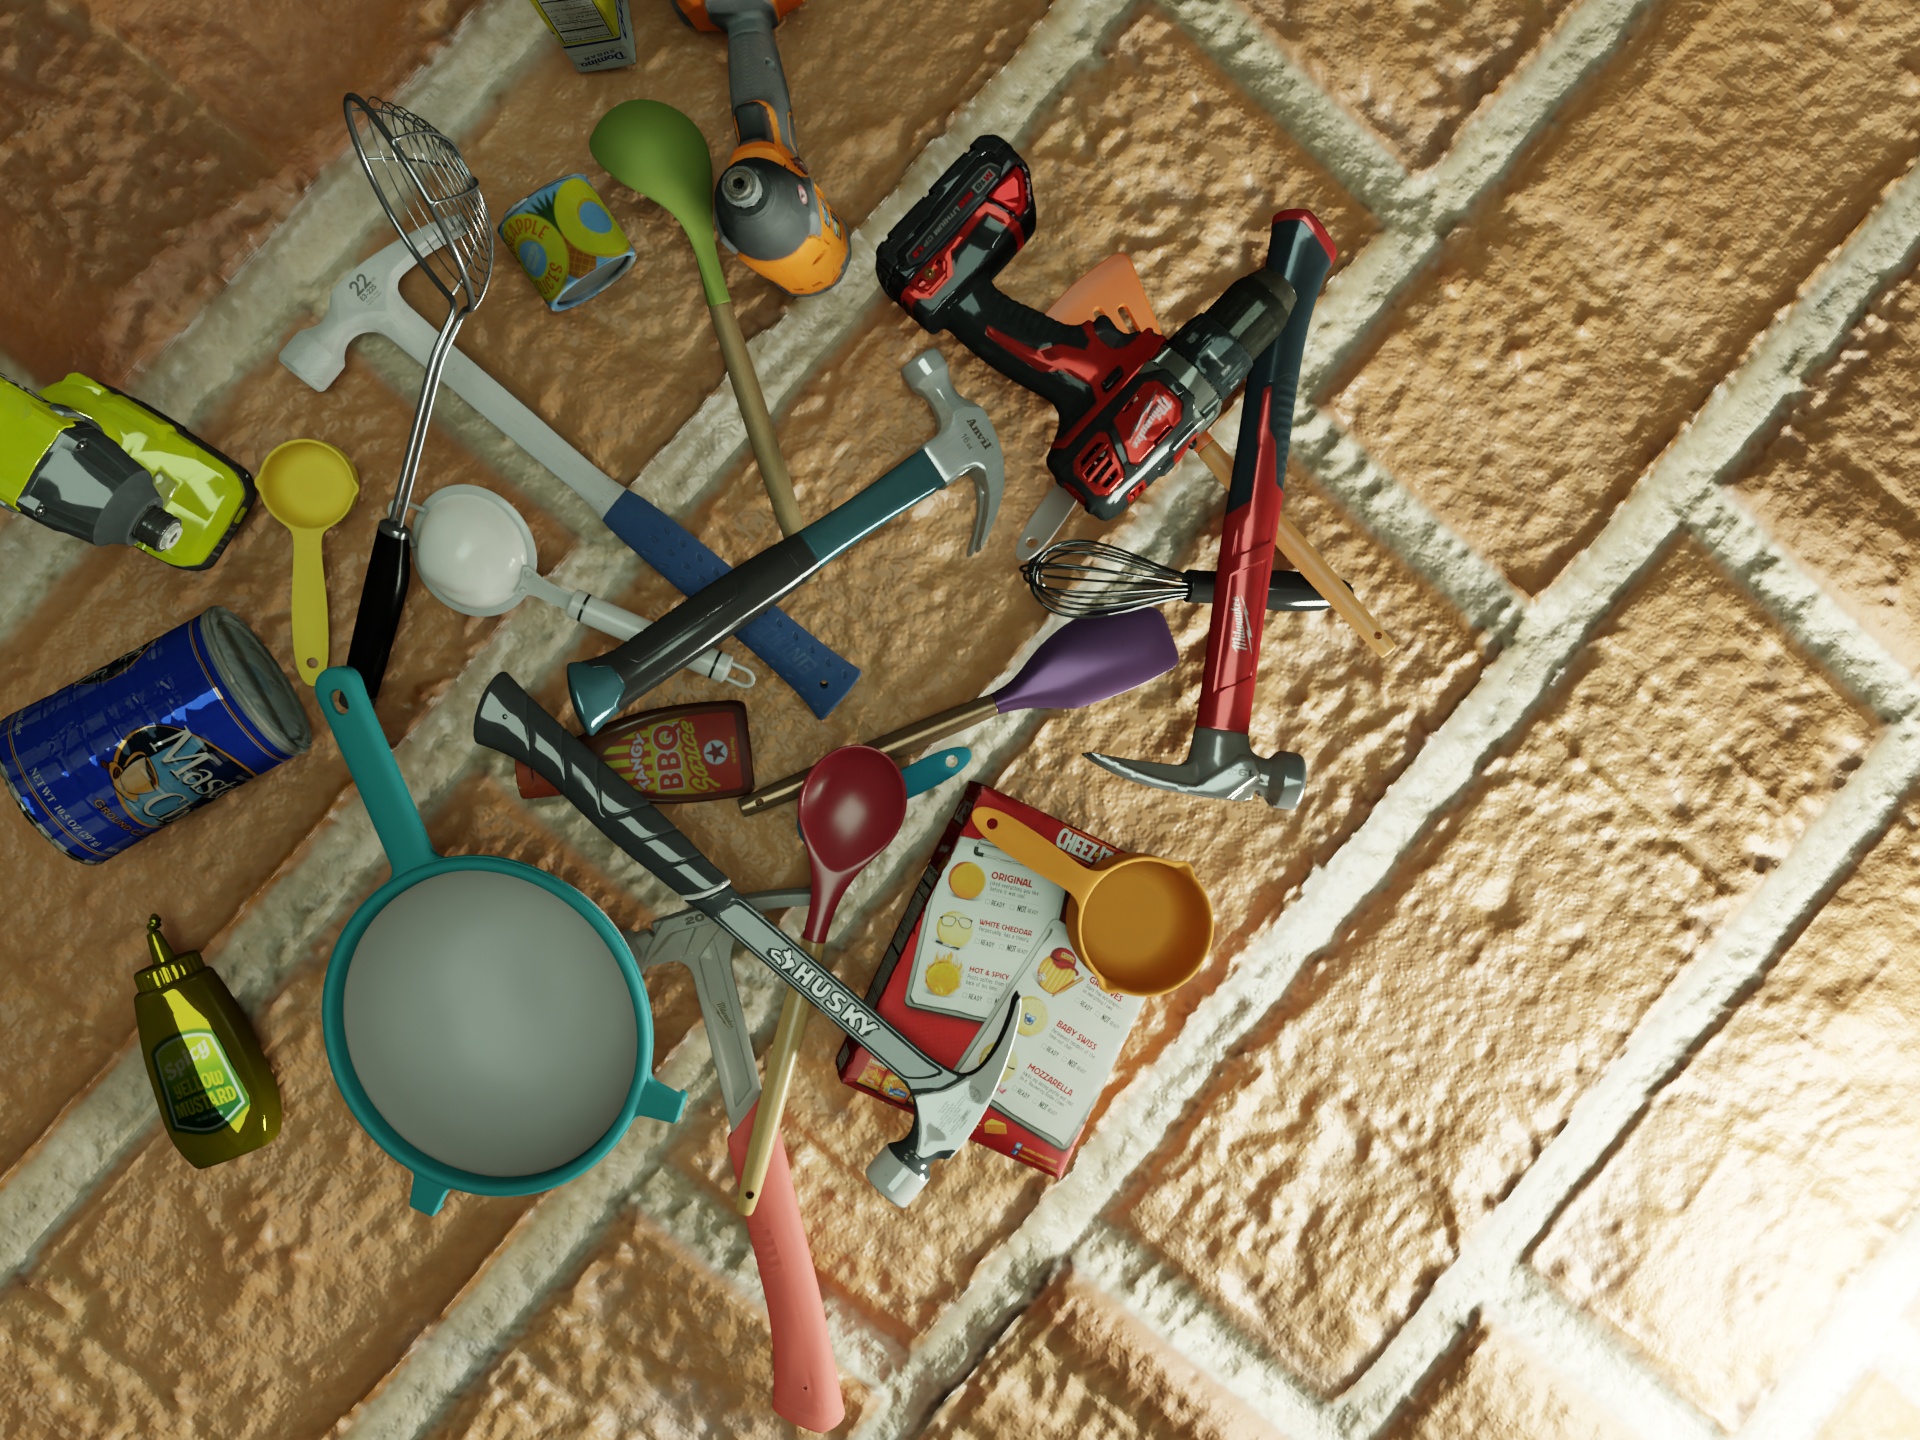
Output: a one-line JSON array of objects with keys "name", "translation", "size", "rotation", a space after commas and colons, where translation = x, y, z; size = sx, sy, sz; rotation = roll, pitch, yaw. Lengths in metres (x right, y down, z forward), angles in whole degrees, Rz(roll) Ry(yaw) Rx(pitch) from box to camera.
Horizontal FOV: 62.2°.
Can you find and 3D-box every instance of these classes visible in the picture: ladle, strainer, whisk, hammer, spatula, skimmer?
[{"name": "ladle", "translation": [-0.155, -0.239, 1.025], "size": [0.078, 0.062, 0.320], "rotation": [-33, 110, -50]}, {"name": "strainer", "translation": [-0.249, -0.077, 1.007], "size": [0.258, 0.050, 0.086], "rotation": [24, 114, -6]}, {"name": "whisk", "translation": [0.156, -0.092, 1.073], "size": [0.239, 0.055, 0.055], "rotation": [2, 93, -13]}, {"name": "hammer", "translation": [-0.123, 0.295, 1.059], "size": [0.149, 0.037, 0.359], "rotation": [-14, 94, -7]}, {"name": "ladle", "translation": [-0.100, 0.167, 1.026], "size": [0.069, 0.031, 0.315], "rotation": [15, 92, -6]}, {"name": "strainer", "translation": [-0.304, 0.121, 0.992], "size": [0.211, 0.095, 0.340], "rotation": [-23, 91, 12]}, {"name": "hammer", "translation": [-0.140, 0.114, 0.989], "size": [0.409, 0.036, 0.149], "rotation": [41, 87, -1]}, {"name": "spatula", "translation": [-0.002, -0.003, 1.069], "size": [0.316, 0.018, 0.060], "rotation": [-23, 93, -7]}, {"name": "spatula", "translation": [0.182, -0.167, 1.064], "size": [0.081, 0.041, 0.322], "rotation": [-42, 89, -4]}, {"name": "hammer", "translation": [-0.227, -0.150, 1.021], "size": [0.405, 0.035, 0.144], "rotation": [40, 87, -8]}, {"name": "hammer", "translation": [0.176, -0.143, 1.033], "size": [0.143, 0.038, 0.386], "rotation": [9, 87, -6]}, {"name": "hammer", "translation": [-0.109, -0.101, 1.010], "size": [0.331, 0.033, 0.128], "rotation": [-36, 96, -17]}, {"name": "skimmer", "translation": [-0.350, -0.174, 0.939], "size": [0.090, 0.127, 0.363], "rotation": [4, 114, -40]}]

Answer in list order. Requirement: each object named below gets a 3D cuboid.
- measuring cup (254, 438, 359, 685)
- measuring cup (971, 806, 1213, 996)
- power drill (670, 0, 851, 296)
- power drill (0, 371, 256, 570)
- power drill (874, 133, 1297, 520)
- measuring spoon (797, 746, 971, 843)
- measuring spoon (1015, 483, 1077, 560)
[{"name": "measuring cup", "translation": [-0.410, -0.101, 1.008], "size": [0.062, 0.029, 0.156], "rotation": [2, 104, -8]}, {"name": "measuring cup", "translation": [0.076, 0.103, 1.000], "size": [0.173, 0.052, 0.095], "rotation": [34, 86, -7]}, {"name": "power drill", "translation": [-0.128, -0.382, 0.959], "size": [0.084, 0.164, 0.226], "rotation": [-11, 92, 9]}, {"name": "power drill", "translation": [-0.489, -0.142, 0.889], "size": [0.171, 0.223, 0.080], "rotation": [32, 89, -8]}, {"name": "power drill", "translation": [0.079, -0.264, 1.005], "size": [0.227, 0.080, 0.188], "rotation": [45, 95, 3]}, {"name": "measuring spoon", "translation": [-0.049, 0.050, 1.063], "size": [0.128, 0.021, 0.042], "rotation": [-27, 96, -5]}, {"name": "measuring spoon", "translation": [0.074, -0.152, 1.060], "size": [0.034, 0.018, 0.124], "rotation": [29, 73, 21]}]
